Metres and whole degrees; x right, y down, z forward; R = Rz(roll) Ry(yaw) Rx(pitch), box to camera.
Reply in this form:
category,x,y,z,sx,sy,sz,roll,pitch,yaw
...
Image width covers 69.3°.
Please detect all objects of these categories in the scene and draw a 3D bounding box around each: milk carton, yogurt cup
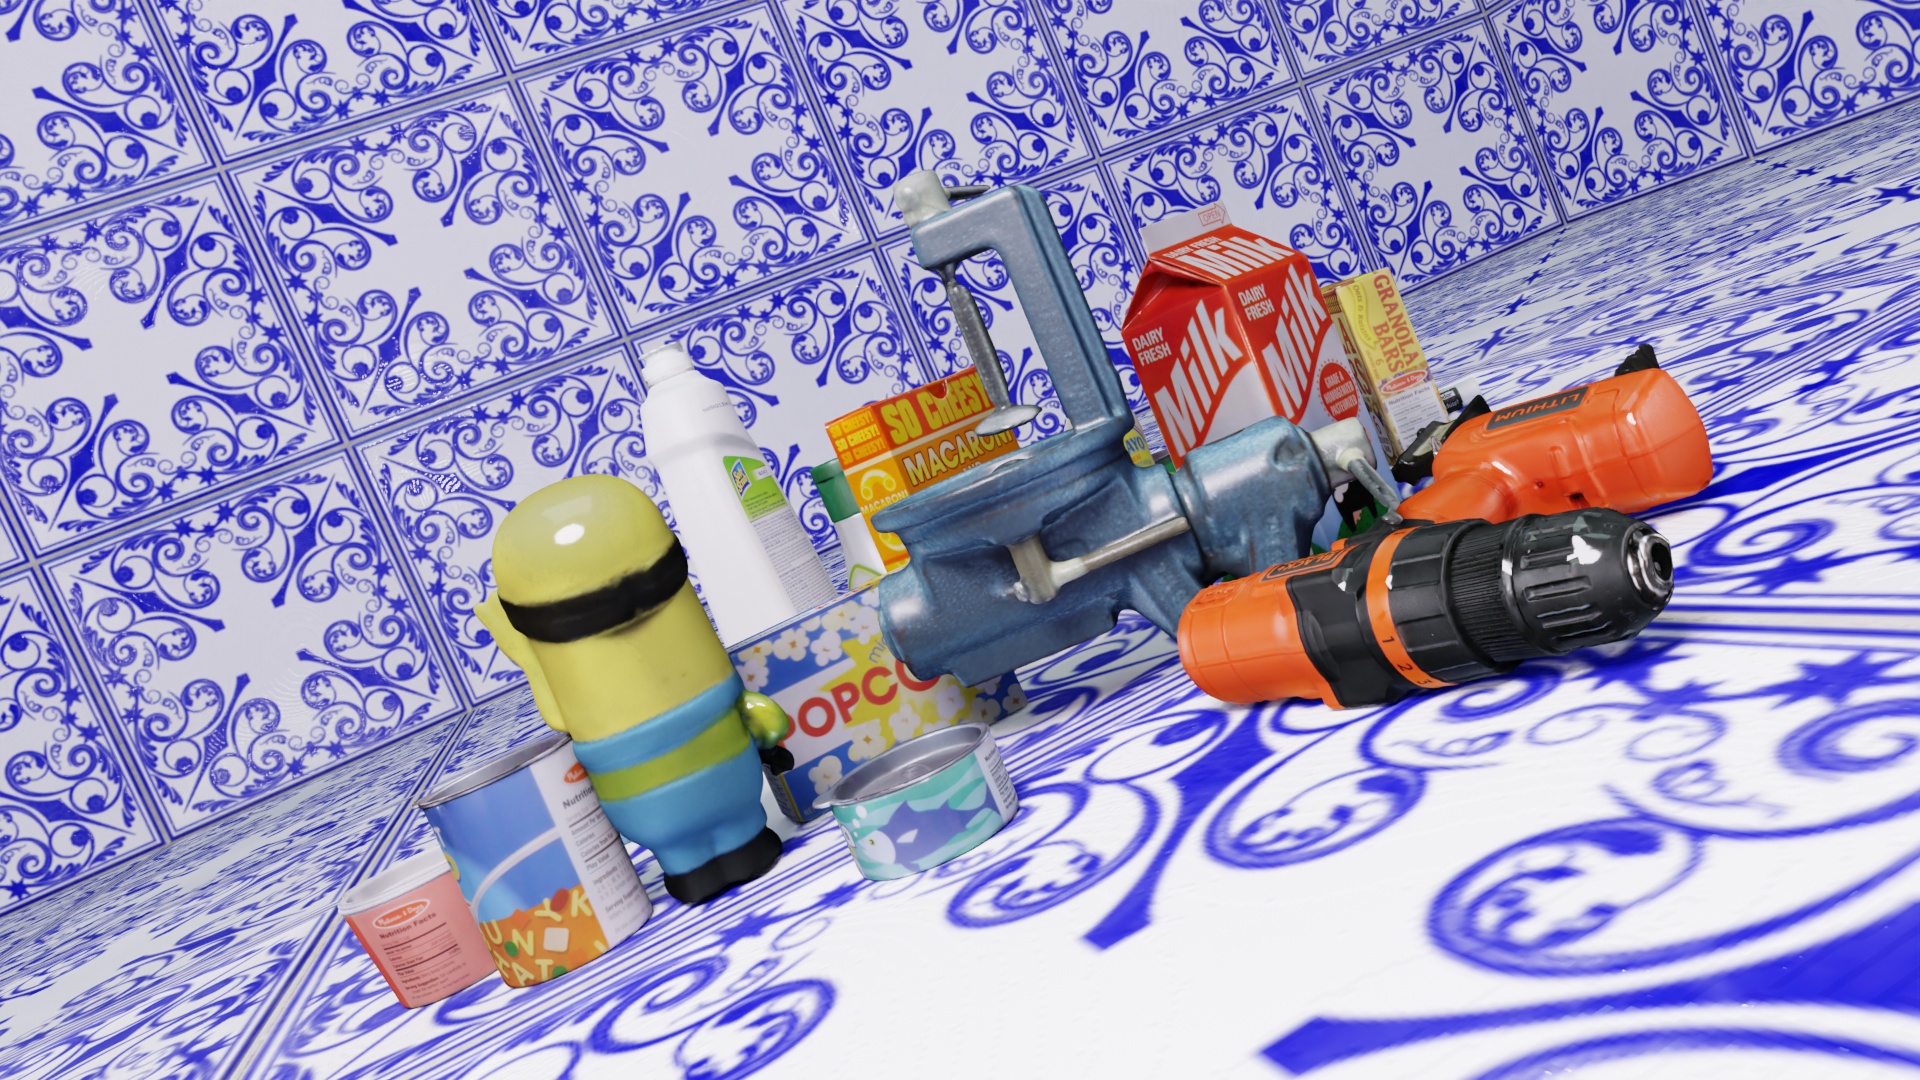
category,x,y,z,sx,sy,sz,roll,pitch,yaw
milk carton,0.145,-0.074,0.691,0.073,0.190,0.073,-27,6,-39
yogurt cup,-0.229,0.167,0.610,0.072,0.054,0.072,-23,5,2

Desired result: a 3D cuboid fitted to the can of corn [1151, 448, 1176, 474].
category,x,y,z,sx,sy,sz,roll,pitch,yaw
can of corn,0.142,-0.030,1.023,0.071,0.058,0.071,-23,5,2

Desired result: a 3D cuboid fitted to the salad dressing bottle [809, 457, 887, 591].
category,x,y,z,sx,sy,sz,roll,pitch,yaw
salad dressing bottle,-0.051,0.015,0.887,0.064,0.147,0.044,-19,6,41

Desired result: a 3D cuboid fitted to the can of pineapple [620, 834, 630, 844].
category,x,y,z,sx,sy,sz,roll,pitch,yaw
can of pineapple,-0.191,0.134,0.773,0.071,0.058,0.071,-23,5,2

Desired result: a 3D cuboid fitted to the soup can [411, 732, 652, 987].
category,x,y,z,sx,sy,sz,roll,pitch,yaw
soup can,-0.177,0.132,0.575,0.071,0.083,0.071,-23,4,2

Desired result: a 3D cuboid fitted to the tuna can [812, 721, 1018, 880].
category,x,y,z,sx,sy,sz,roll,pitch,yaw
tuna can,-0.016,0.097,0.514,0.071,0.033,0.071,-23,5,2

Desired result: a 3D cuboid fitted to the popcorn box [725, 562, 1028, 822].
category,x,y,z,sx,sy,sz,roll,pitch,yaw
popcorn box,-0.042,0.066,0.657,0.127,0.085,0.038,-25,5,-22

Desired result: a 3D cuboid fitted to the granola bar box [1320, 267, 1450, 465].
category,x,y,z,sx,sy,sz,roll,pitch,yaw
granola bar box,0.276,-0.116,0.941,0.039,0.124,0.166,-23,5,6

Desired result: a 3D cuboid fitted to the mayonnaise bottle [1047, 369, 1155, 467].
category,x,y,z,sx,sy,sz,roll,pitch,yaw
mayonnaise bottle,0.103,-0.056,0.942,0.065,0.148,0.041,-27,6,-41

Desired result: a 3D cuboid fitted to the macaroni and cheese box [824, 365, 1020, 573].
category,x,y,z,sx,sy,sz,roll,pitch,yaw
macaroni and cheese box,0.003,-0.010,0.800,0.040,0.166,0.124,-20,5,36
